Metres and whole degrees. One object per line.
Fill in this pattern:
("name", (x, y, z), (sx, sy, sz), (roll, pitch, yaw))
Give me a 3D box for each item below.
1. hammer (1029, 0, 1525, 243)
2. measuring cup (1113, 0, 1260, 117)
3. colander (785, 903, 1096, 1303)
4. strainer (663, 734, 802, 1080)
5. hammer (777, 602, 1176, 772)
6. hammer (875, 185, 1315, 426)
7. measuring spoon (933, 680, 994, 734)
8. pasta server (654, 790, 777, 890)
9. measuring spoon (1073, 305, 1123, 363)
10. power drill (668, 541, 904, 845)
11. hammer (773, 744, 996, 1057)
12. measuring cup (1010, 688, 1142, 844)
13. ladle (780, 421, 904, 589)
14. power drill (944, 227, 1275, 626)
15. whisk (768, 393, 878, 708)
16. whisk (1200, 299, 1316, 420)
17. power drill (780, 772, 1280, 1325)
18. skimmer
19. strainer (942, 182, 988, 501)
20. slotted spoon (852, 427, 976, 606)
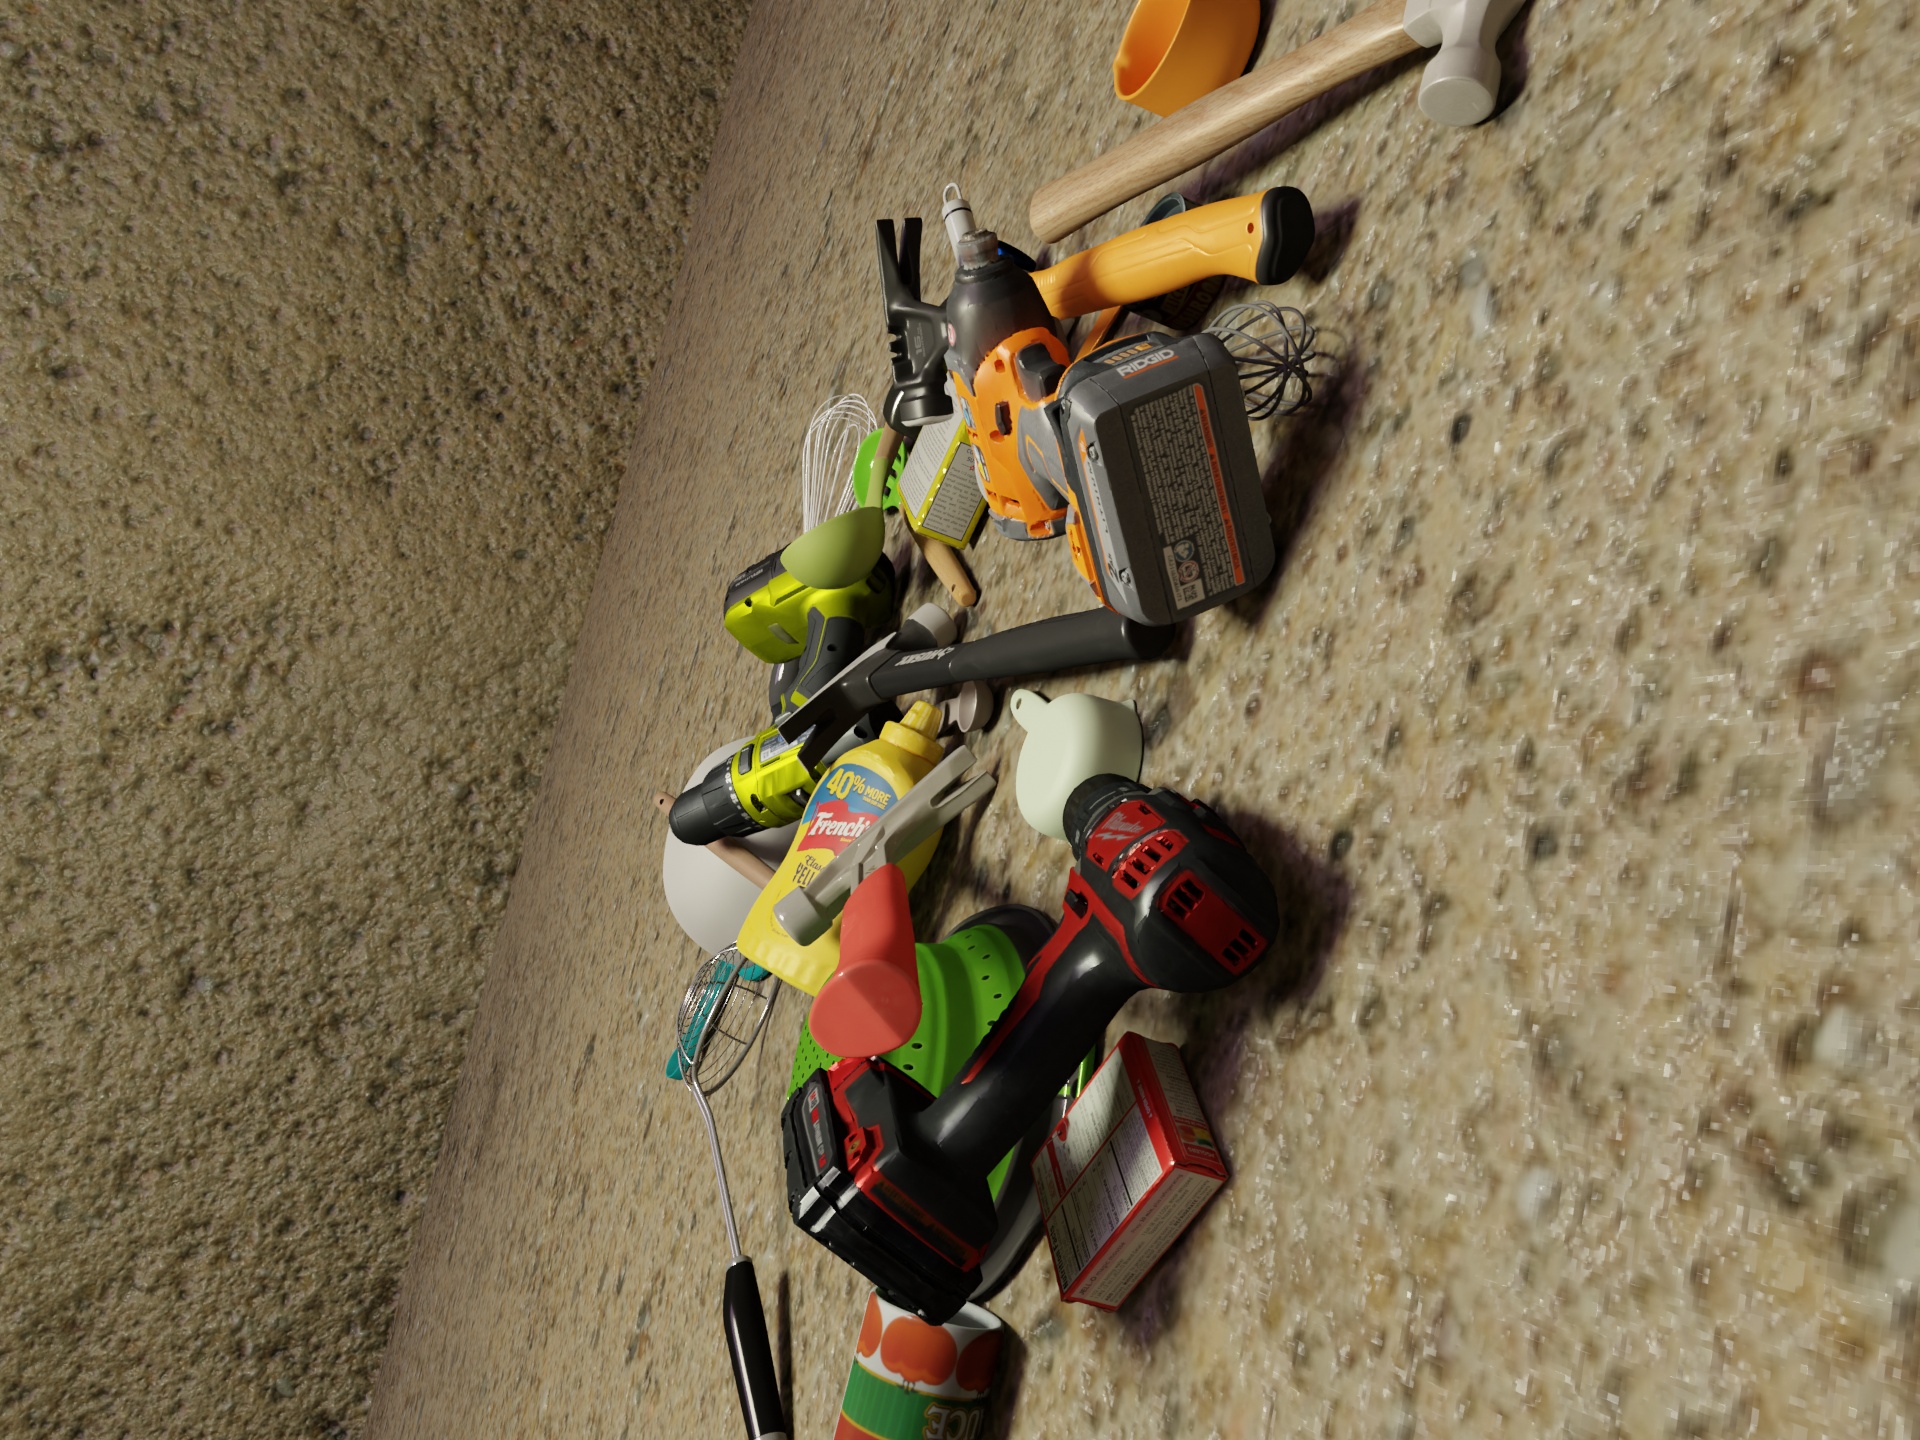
("hammer", (0.139, -0.304, 0.785), (0.331, 0.031, 0.130), (-5, 66, 58))
("measuring cup", (0.140, -0.426, 0.913), (0.095, 0.052, 0.174), (-19, 55, 65))
("colander", (-0.062, 0.204, 0.883), (0.397, 0.094, 0.205), (-30, 47, 61))
("strainer", (-0.209, 0.150, 1.298), (0.340, 0.095, 0.211), (-64, 23, 19))
("hammer", (0.009, -0.032, 0.901), (0.146, 0.035, 0.335), (-41, 16, -24))
("hammer", (0.057, -0.241, 0.860), (0.337, 0.034, 0.127), (4, 104, 56))
("measuring spoon", (-0.002, -0.003, 1.010), (0.124, 0.018, 0.034), (155, 120, -72))
("pasta server", (-0.146, 0.106, 1.128), (0.316, 0.040, 0.060), (27, 86, 48))
("measuring spoon", (0.091, -0.239, 0.958), (0.117, 0.011, 0.021), (-57, 26, 28))
("power drill", (-0.126, -0.020, 1.162), (0.190, 0.080, 0.229), (-25, 43, 25))
("hammer", (-0.034, 0.085, 0.765), (0.149, 0.036, 0.359), (-40, 5, 0))
("measuring cup", (0.043, 0.009, 0.842), (0.083, 0.038, 0.168), (-69, 23, 12))
("ladle", (-0.062, -0.216, 1.194), (0.078, 0.062, 0.320), (-34, 31, 43))
("power drill", (0.055, -0.149, 0.769), (0.227, 0.084, 0.164), (-133, 22, -61))
("whisk", (-0.124, -0.142, 1.371), (0.070, 0.070, 0.284), (-151, 74, -69))
("whisk", (0.114, -0.176, 0.799), (0.239, 0.055, 0.055), (-148, 76, -72))
("power drill", (0.026, 0.118, 0.677), (0.226, 0.080, 0.188), (-48, 13, 2))
("skimmer", (-0.130, 0.304, 1.066), (0.127, 0.090, 0.364), (99, 159, -44))
("strainer", (0.026, -0.231, 0.988), (0.087, 0.050, 0.259), (-35, 62, 44))
("slotted spoon", (-0.033, -0.148, 1.178), (0.070, 0.031, 0.314), (-66, 24, 19))
